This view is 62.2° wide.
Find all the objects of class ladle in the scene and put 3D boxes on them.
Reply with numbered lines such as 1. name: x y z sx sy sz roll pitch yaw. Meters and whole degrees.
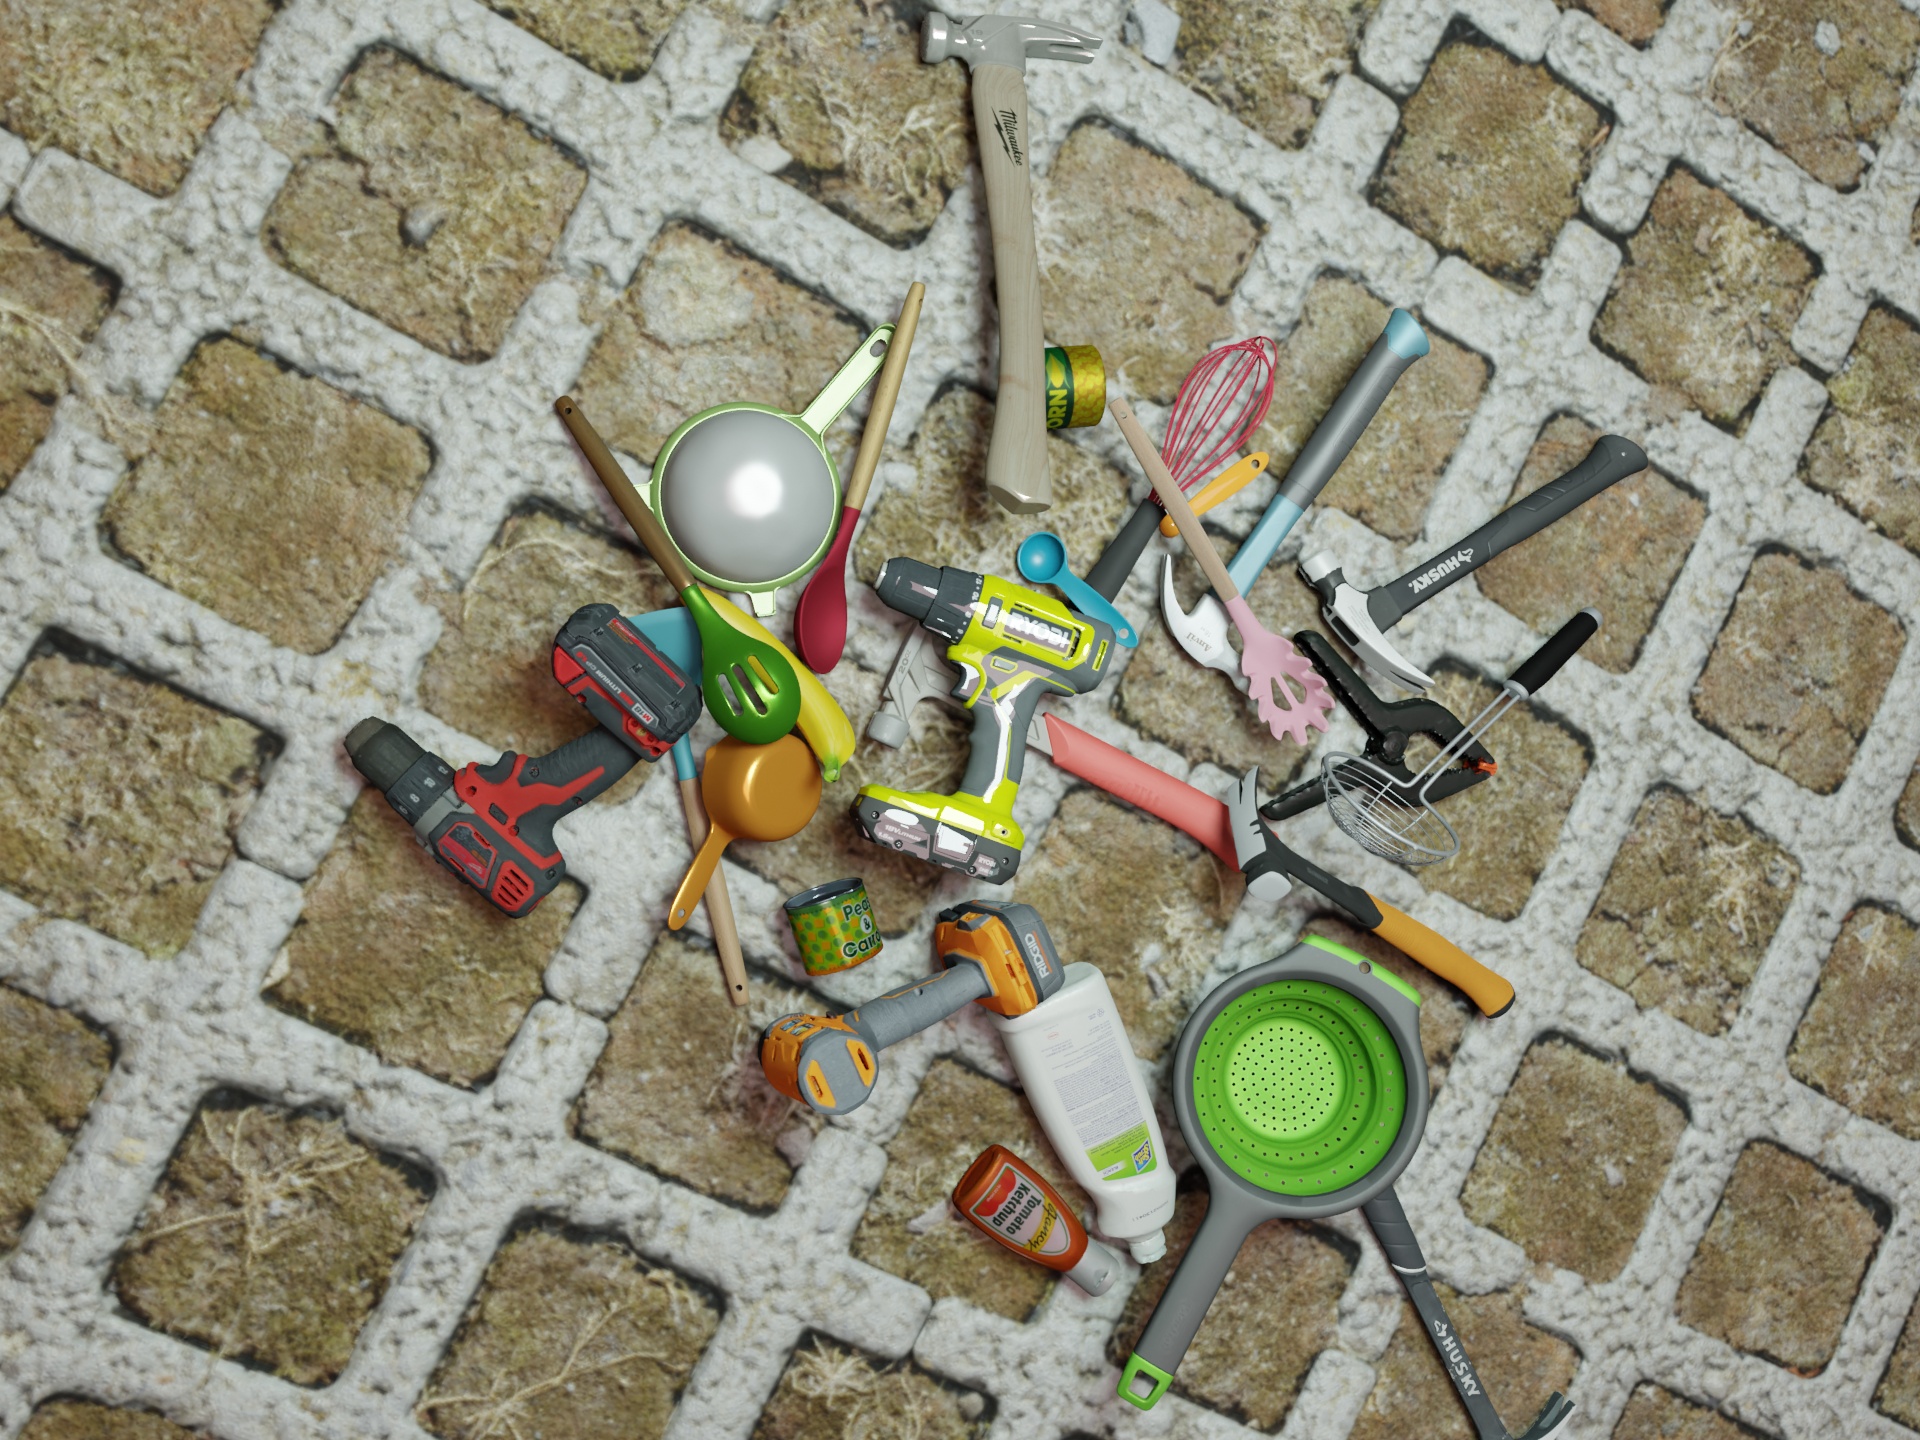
1. ladle: -0.077 -0.191 1.248 0.031 0.069 0.315 17 92 27

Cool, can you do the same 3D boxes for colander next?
1. colander: 0.233 0.370 1.304 0.204 0.094 0.397 29 84 6

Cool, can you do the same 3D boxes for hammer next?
1. hammer: 0.282 -0.191 1.319 0.128 0.033 0.331 34 94 -3
2. hammer: 0.109 0.022 1.313 0.359 0.037 0.149 26 86 -12
3. hammer: 0.465 -0.153 1.379 0.335 0.035 0.146 -31 81 -14
4. hammer: 0.407 0.493 1.396 0.149 0.036 0.409 -28 97 -12
5. hammer: 0.352 0.162 1.339 0.336 0.127 0.034 32 124 -26
6. hammer: 0.051 -0.361 1.242 0.146 0.038 0.411 -1 78 -13

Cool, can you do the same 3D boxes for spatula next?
1. spatula: -0.207 0.072 1.236 0.082 0.044 0.317 -14 96 -8

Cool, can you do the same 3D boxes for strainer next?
1. strainer: -0.128 -0.215 1.233 0.151 0.069 0.256 41 84 -11

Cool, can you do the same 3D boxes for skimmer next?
1. skimmer: 0.437 -0.006 1.325 0.363 0.090 0.127 -38 66 -23

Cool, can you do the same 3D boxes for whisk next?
1. whisk: 0.171 -0.193 1.312 0.073 0.073 0.296 34 89 -12

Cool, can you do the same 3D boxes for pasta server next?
1. pasta server: 0.205 -0.121 1.279 0.060 0.040 0.316 -31 100 9

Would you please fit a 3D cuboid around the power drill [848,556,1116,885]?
1. power drill: -0.002 -0.004 1.232 0.190 0.080 0.228 20 84 -10

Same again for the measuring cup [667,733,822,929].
1. measuring cup: -0.167 0.085 1.211 0.095 0.052 0.174 43 63 -36

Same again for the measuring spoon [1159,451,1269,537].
1. measuring spoon: 0.216 -0.192 1.343 0.117 0.011 0.021 -36 99 -10

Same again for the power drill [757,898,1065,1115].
1. power drill: -0.050 0.221 1.233 0.226 0.164 0.084 -26 97 -24

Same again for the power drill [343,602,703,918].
1. power drill: -0.324 0.015 1.173 0.188 0.080 0.226 44 100 -9

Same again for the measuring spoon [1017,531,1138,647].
1. measuring spoon: 0.099 -0.103 1.292 0.129 0.021 0.042 45 103 15

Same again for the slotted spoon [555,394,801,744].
1. slotted spoon: -0.220 -0.118 1.196 0.070 0.031 0.314 -34 81 -3
